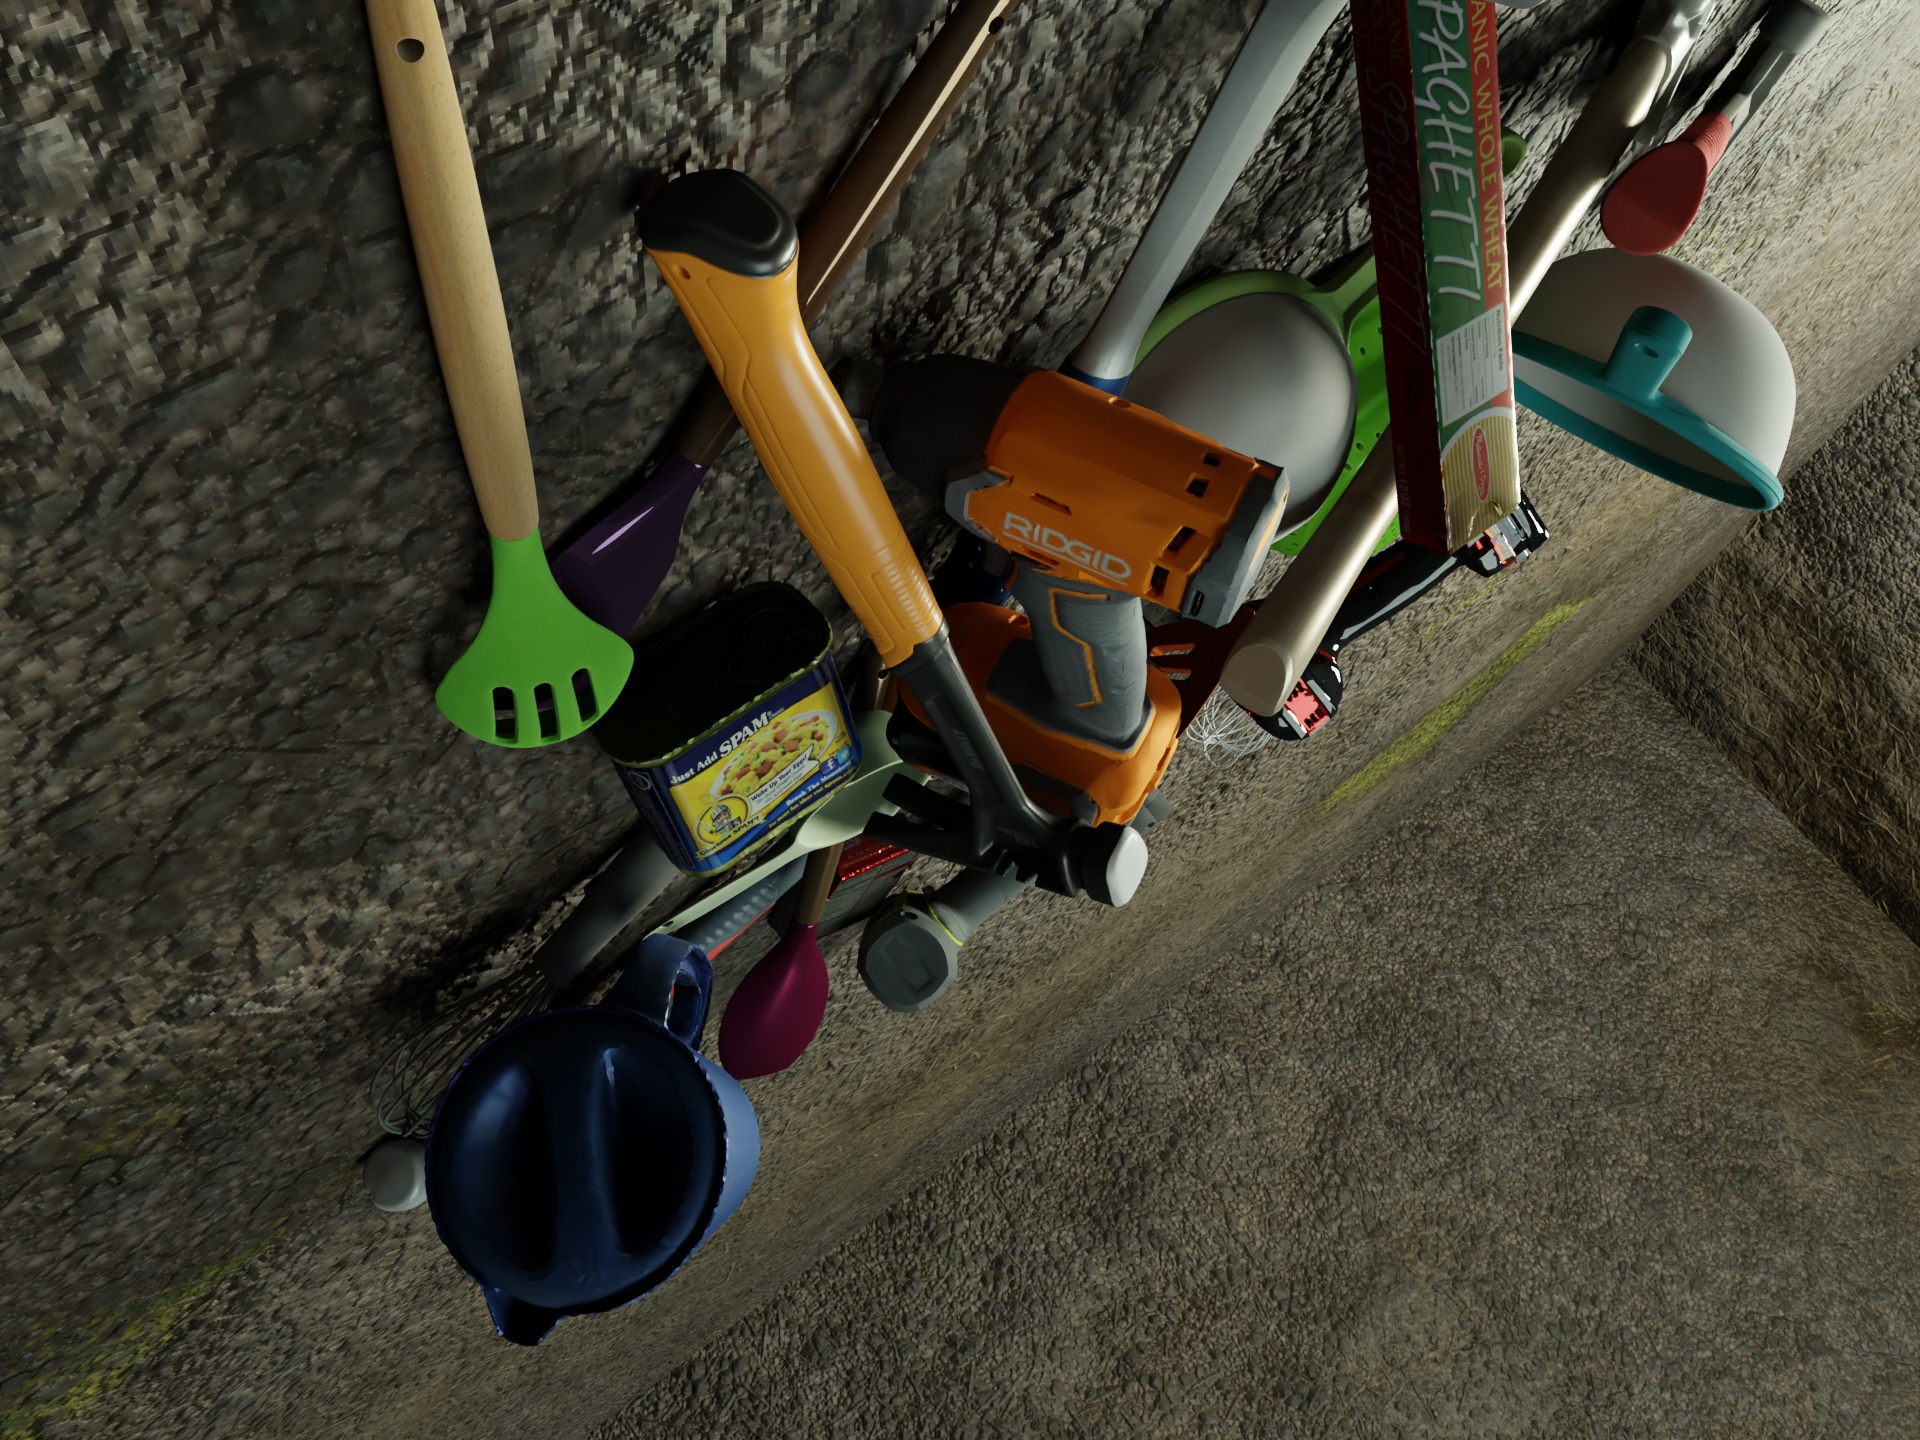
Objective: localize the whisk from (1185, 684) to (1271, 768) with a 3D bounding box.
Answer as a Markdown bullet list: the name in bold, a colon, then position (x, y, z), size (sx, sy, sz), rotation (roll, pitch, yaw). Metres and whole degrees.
- **whisk**: position (0.253, -0.044, 1.194), size (0.070, 0.070, 0.284), rotation (-27, 167, -34)

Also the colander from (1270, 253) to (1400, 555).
- **colander**: position (0.156, -0.095, 0.884), size (0.397, 0.095, 0.204), rotation (-45, 161, 15)

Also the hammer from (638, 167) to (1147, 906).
- **hammer**: position (-0.030, -0.044, 0.559), size (0.034, 0.127, 0.336), rotation (-60, 146, -27)

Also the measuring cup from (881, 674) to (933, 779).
- **measuring cup**: position (-0.001, -0.003, 0.869), size (0.095, 0.052, 0.173), rotation (-36, 163, -9)

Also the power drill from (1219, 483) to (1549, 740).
- **power drill**: position (0.254, -0.093, 1.039), size (0.219, 0.143, 0.078), rotation (-41, 120, 5)

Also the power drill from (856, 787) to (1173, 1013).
- **power drill**: position (0.027, 0.099, 1.091), size (0.228, 0.080, 0.190), rotation (-40, -178, 1)

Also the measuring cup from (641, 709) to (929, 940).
- **measuring cup**: position (-0.092, 0.050, 0.772), size (0.167, 0.038, 0.083), rotation (-33, 162, 6)

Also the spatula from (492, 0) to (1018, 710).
- **spatula**: position (-0.077, -0.108, 0.525), size (0.059, 0.018, 0.316), rotation (-3, 141, -52)

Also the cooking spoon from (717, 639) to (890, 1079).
- **cooking spoon**: position (-0.078, 0.088, 0.862), size (0.068, 0.017, 0.318), rotation (-6, 130, -32)

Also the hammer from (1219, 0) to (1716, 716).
- **hammer**: position (0.241, -0.176, 0.753), size (0.411, 0.038, 0.146), rotation (-56, 166, -8)

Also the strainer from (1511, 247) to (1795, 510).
- **strainer**: position (0.376, -0.209, 0.854), size (0.095, 0.211, 0.340), rotation (-60, 166, 10)

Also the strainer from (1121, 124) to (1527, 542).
- **strainer**: position (0.169, -0.160, 0.721), size (0.256, 0.069, 0.151), rotation (-44, 137, 11)

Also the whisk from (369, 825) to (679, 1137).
- **whisk**: position (-0.203, 0.119, 0.782), size (0.239, 0.055, 0.055), rotation (-46, 161, 5)

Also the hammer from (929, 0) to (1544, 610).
- **hammer**: position (0.052, -0.145, 0.604), size (0.144, 0.035, 0.405), rotation (3, 151, -18)

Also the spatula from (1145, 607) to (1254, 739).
- **spatula**: position (0.076, 0.001, 0.886), size (0.081, 0.041, 0.322), rotation (-56, -178, -15)

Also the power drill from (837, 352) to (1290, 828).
- **power drill**: position (0.026, -0.049, 0.633), size (0.084, 0.164, 0.226), rotation (-60, 169, -28)

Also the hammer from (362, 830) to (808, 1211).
- **hammer**: position (-0.165, 0.146, 0.921), size (0.386, 0.038, 0.143), rotation (-42, 163, 6)

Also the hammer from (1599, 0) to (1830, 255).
- **hammer**: position (0.367, -0.280, 0.808), size (0.359, 0.037, 0.149), rotation (-42, 165, -50)

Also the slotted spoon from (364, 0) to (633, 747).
- **slotted spoon**: position (-0.137, -0.074, 0.464), size (0.070, 0.031, 0.313), rotation (-15, 151, -16)
